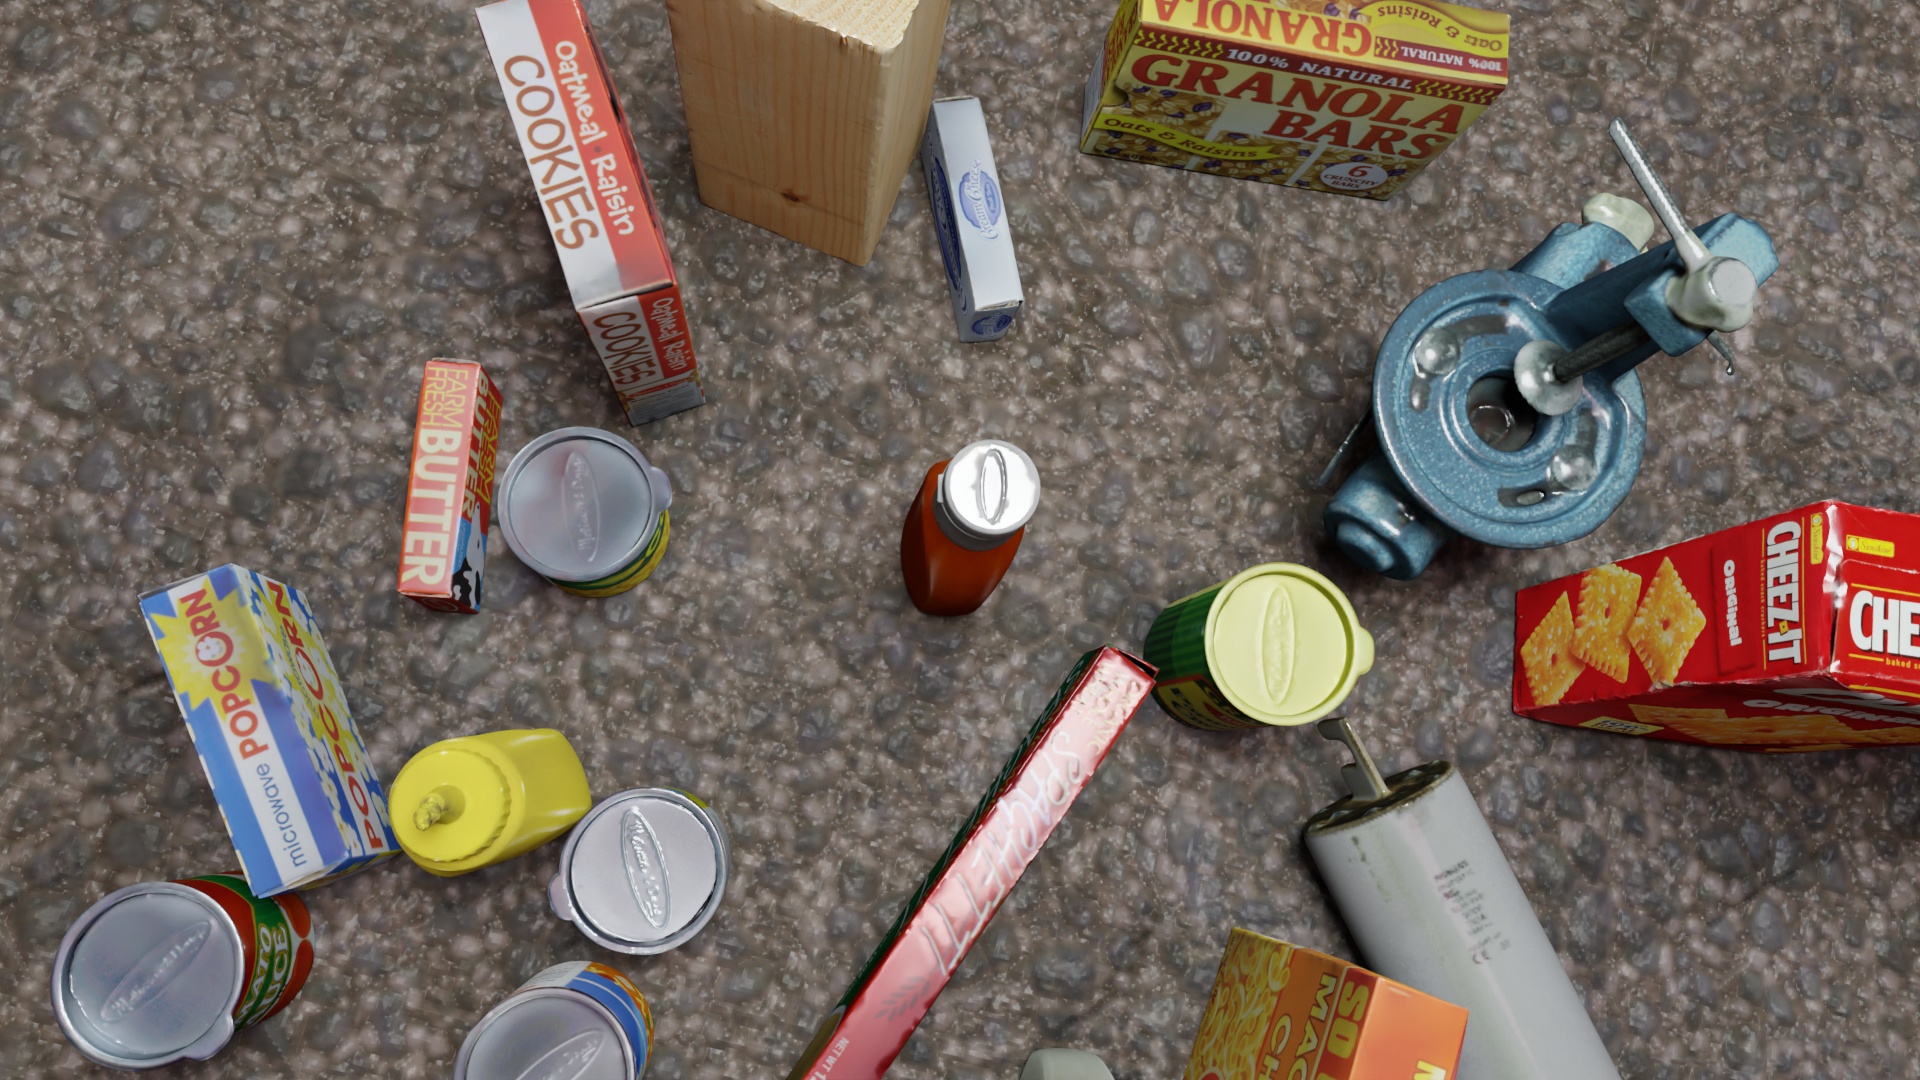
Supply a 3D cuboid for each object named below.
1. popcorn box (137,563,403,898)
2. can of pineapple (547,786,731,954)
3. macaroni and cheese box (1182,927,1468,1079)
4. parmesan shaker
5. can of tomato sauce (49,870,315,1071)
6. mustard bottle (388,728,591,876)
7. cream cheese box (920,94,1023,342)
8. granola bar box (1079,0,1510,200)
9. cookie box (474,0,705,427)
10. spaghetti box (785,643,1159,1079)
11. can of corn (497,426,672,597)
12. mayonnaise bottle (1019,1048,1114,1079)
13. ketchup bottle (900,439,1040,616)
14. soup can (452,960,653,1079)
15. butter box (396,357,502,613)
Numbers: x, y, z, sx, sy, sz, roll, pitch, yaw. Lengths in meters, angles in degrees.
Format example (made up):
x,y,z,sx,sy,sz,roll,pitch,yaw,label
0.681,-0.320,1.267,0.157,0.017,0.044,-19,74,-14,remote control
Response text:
x,y,z,sx,sy,sz,roll,pitch,yaw,label
-0.275,0.078,0.563,0.038,0.085,0.127,-24,84,-10,popcorn box
-0.132,0.137,0.584,0.071,0.057,0.071,1,80,-7,can of pineapple
0.130,0.225,0.545,0.040,0.166,0.124,22,78,-3,macaroni and cheese box
0.127,0.050,0.609,0.071,0.103,0.071,1,80,-7,parmesan shaker
-0.298,0.166,0.544,0.071,0.083,0.071,1,80,-7,can of tomato sauce
-0.183,0.099,0.532,0.065,0.160,0.049,-24,84,-10,mustard bottle
0.005,-0.150,0.656,0.024,0.053,0.104,-10,81,-9,cream cheese box
0.149,-0.211,0.650,0.166,0.124,0.039,7,79,-6,granola bar box
-0.147,-0.128,0.575,0.040,0.167,0.123,-19,83,-10,cookie box
0.002,0.151,0.602,0.029,0.050,0.250,37,77,0,spaghetti box
-0.160,-0.011,0.607,0.071,0.058,0.071,1,80,-7,can of corn
0.051,0.242,0.541,0.041,0.148,0.065,8,79,-6,mayonnaise bottle
0.002,-0.007,0.581,0.043,0.148,0.065,2,80,-7,ketchup bottle
-0.158,0.209,0.554,0.071,0.083,0.071,1,80,-7,soup can
-0.221,-0.023,0.605,0.024,0.053,0.103,4,79,-6,butter box
